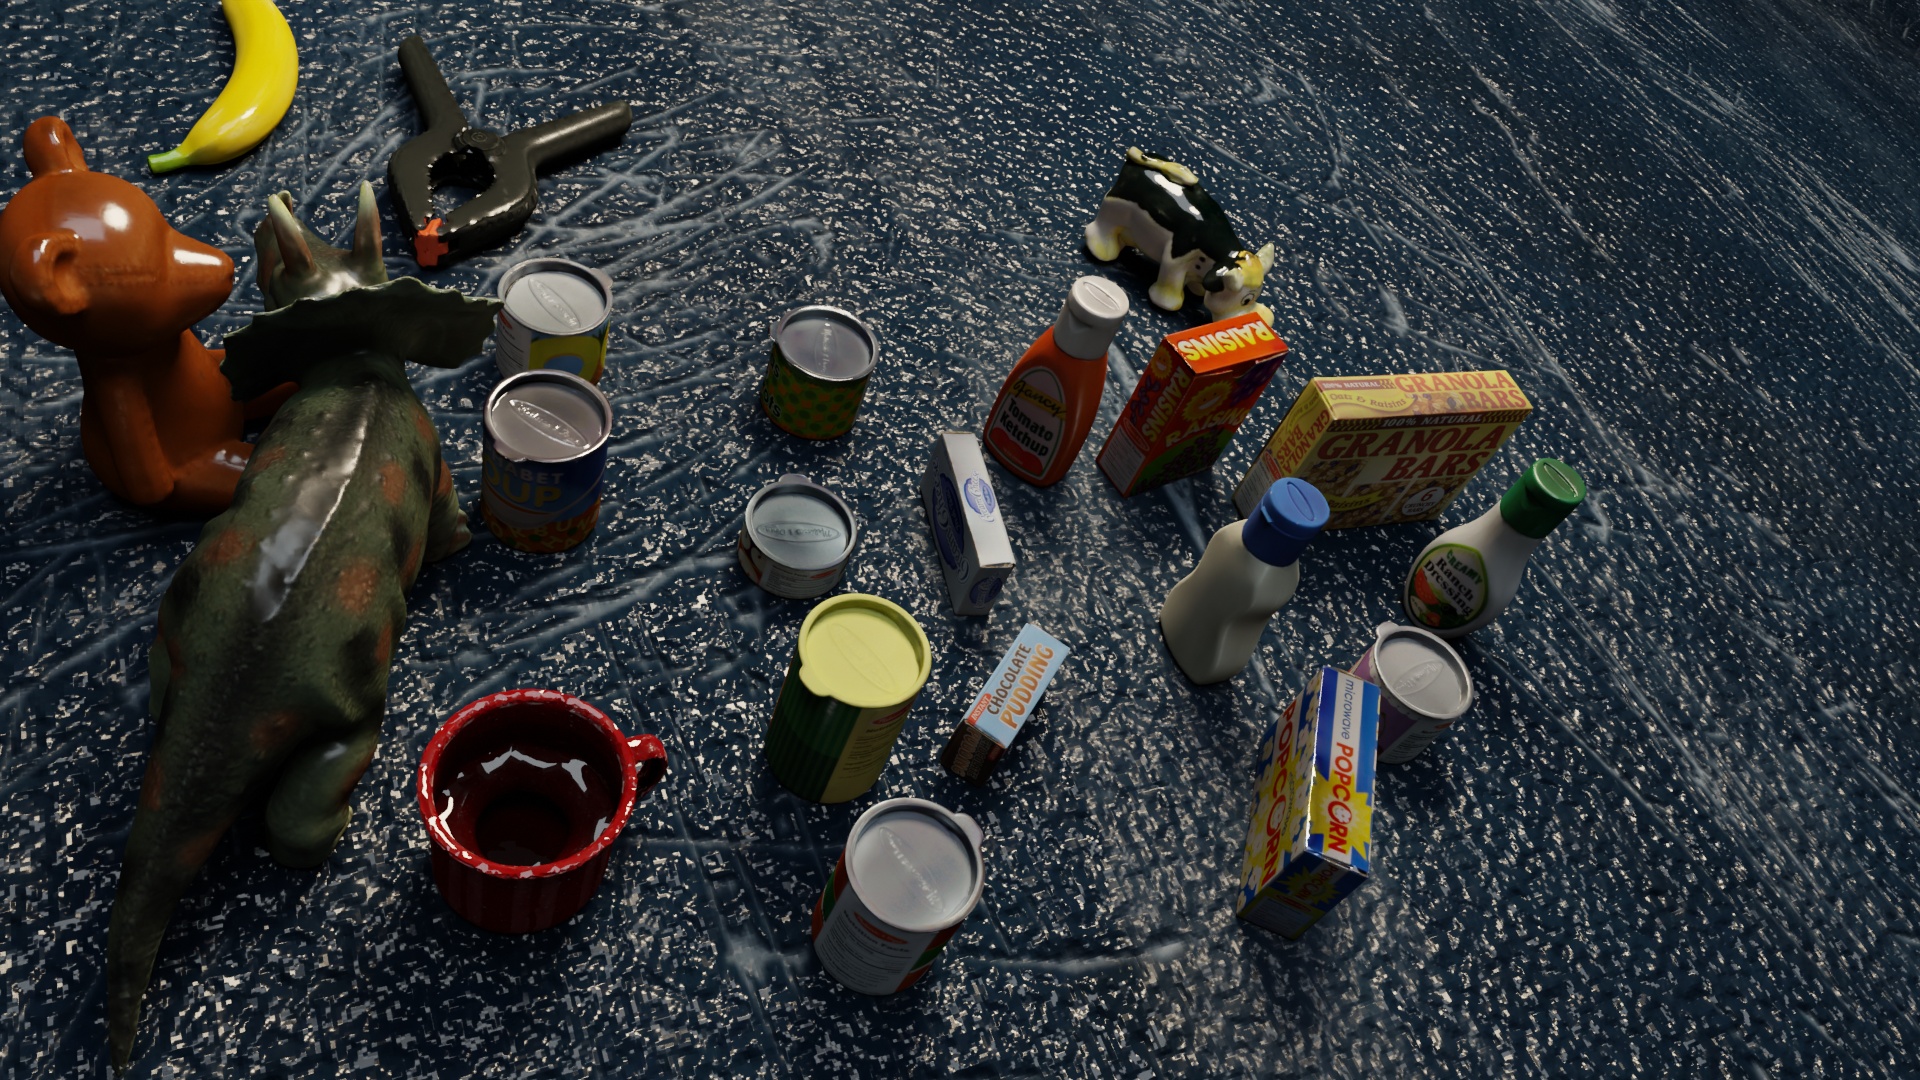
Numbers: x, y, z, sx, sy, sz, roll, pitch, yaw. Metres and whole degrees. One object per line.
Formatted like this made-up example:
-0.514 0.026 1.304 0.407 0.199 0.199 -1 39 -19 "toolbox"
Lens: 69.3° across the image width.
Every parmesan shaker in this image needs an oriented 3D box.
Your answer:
-0.062 0.084 0.713 0.071 0.102 0.072 11 50 -13 "parmesan shaker"

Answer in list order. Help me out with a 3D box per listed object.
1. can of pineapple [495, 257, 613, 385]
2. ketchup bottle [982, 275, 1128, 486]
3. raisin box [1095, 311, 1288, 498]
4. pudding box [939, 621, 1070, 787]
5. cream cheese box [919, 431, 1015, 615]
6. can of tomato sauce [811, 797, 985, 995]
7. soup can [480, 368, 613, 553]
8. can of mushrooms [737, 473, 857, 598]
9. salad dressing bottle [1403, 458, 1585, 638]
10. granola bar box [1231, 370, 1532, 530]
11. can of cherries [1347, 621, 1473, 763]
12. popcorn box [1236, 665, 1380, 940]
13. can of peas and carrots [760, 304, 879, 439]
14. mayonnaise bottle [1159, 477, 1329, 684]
-0.246 -0.129 0.847 0.071 0.057 0.071 11 50 -13 "can of pineapple"
0.063 -0.102 0.881 0.065 0.148 0.044 40 50 13 "ketchup bottle"
0.152 -0.089 0.920 0.086 0.122 0.040 -18 61 -31 "raisin box"
0.025 0.091 0.776 0.030 0.049 0.084 32 49 6 "pudding box"
0.003 -0.011 0.847 0.024 0.053 0.104 -1 53 -21 "cream cheese box"
-0.031 0.171 0.668 0.071 0.082 0.071 11 50 -13 "can of tomato sauce"
-0.231 -0.041 0.764 0.071 0.083 0.072 11 50 -13 "soup can"
-0.096 -0.002 0.817 0.071 0.033 0.071 10 50 -13 "can of mushrooms"
0.344 0.006 0.900 0.044 0.146 0.064 -19 61 -32 "salad dressing bottle"
0.284 -0.060 0.946 0.166 0.123 0.039 -5 55 -24 "granola bar box"
0.271 0.094 0.860 0.071 0.058 0.072 11 50 -13 "can of cherries"
0.195 0.144 0.773 0.038 0.084 0.127 22 48 -3 "popcorn box"
-0.093 -0.107 0.886 0.071 0.058 0.071 11 50 -13 "can of peas and carrots"
0.167 0.023 0.819 0.041 0.147 0.065 -7 56 -25 "mayonnaise bottle"
